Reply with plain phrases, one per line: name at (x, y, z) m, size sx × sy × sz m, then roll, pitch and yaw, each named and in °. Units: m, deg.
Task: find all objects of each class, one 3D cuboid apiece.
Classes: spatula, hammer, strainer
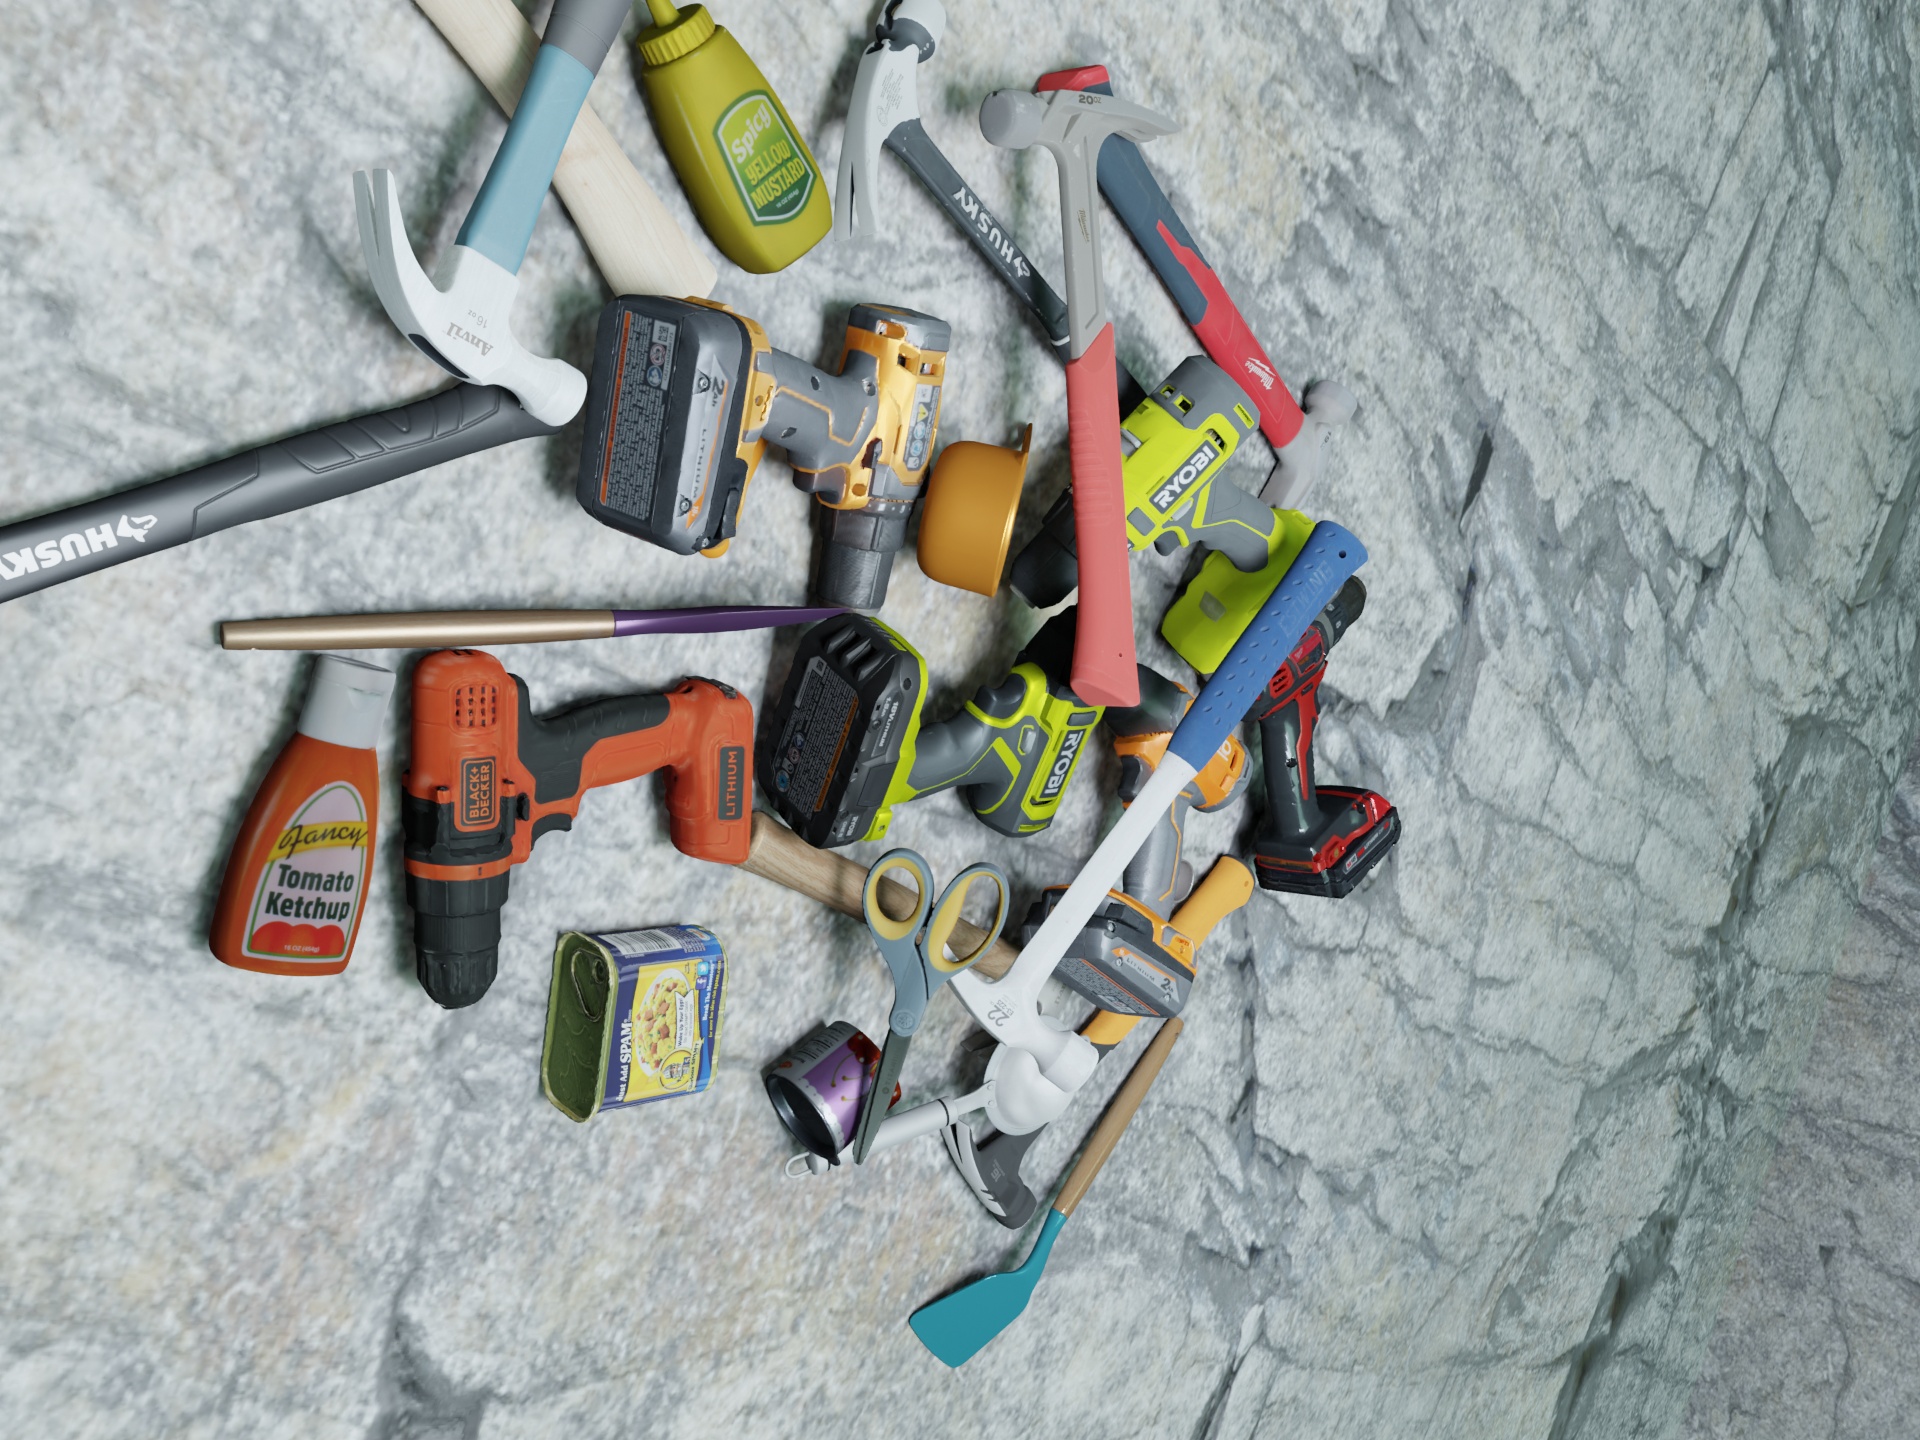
spatula at (0.080, 0.352, 1.223) m, size 0.317 × 0.044 × 0.082 m, roll -52°, pitch 131°, yaw -25°
hammer at (0.116, 0.221, 1.207) m, size 0.337 × 0.034 × 0.127 m, roll -46°, pitch 130°, yaw -24°
strainer at (-0.002, 0.262, 1.070) m, size 0.258 × 0.050 × 0.087 m, roll -13°, pitch 107°, yaw -31°
hammer at (0.132, 0.032, 1.025) m, size 0.144 × 0.035 × 0.405 m, roll 39°, pitch 77°, yaw -6°
hammer at (-0.028, 0.135, 1.048) m, size 0.331 × 0.031 × 0.130 m, roll 32°, pitch 80°, yaw -43°
hammer at (-0.236, -0.350, 0.705) m, size 0.146 × 0.038 × 0.410 m, roll -56°, pitch 133°, yaw -17°
hammer at (-0.174, -0.312, 0.728) m, size 0.128 × 0.033 × 0.331 m, roll 27°, pitch 81°, yaw -47°
spatula at (-0.203, -0.048, 0.806) m, size 0.315 × 0.060 × 0.018 m, roll -4°, pitch 87°, yaw -33°
hammer at (0.086, -0.188, 0.955) m, size 0.149 × 0.037 × 0.359 m, roll -10°, pitch 98°, yaw -42°
hammer at (-0.326, -0.092, 0.699) m, size 0.335 × 0.035 × 0.146 m, roll -28°, pitch 119°, yaw -35°
hammer at (0.058, -0.251, 0.996) m, size 0.408 × 0.036 × 0.149 m, roll 39°, pitch 61°, yaw -45°
hammer at (0.157, -0.281, 1.092) m, size 0.385 × 0.038 × 0.143 m, roll 43°, pitch 75°, yaw -42°

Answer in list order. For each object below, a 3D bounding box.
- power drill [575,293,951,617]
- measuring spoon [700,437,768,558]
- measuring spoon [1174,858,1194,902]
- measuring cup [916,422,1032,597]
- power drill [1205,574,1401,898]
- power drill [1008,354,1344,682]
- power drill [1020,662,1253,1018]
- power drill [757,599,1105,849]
power drill at (-0.096, -0.135, 0.856) m, size 0.226 × 0.084 × 0.185 m, roll -13°, pitch 120°, yaw -54°
measuring spoon at (-0.119, -0.145, 0.891) m, size 0.021 × 0.011 × 0.117 m, roll 24°, pitch 86°, yaw -44°
measuring spoon at (0.149, 0.085, 1.214) m, size 0.034 × 0.018 × 0.124 m, roll -37°, pitch 118°, yaw -30°
measuring cup at (0.012, -0.145, 0.969) m, size 0.174 × 0.052 × 0.095 m, roll -76°, pitch 179°, yaw -53°
power drill at (0.282, 0.006, 1.263) m, size 0.188 × 0.080 × 0.226 m, roll -35°, pitch 116°, yaw -39°
power drill at (0.150, -0.116, 1.082) m, size 0.190 × 0.080 × 0.228 m, roll -46°, pitch 138°, yaw 8°
power drill at (0.120, 0.075, 1.112) m, size 0.164 × 0.084 × 0.227 m, roll 40°, pitch 59°, yaw -37°
power drill at (-0.002, -0.003, 0.975) m, size 0.223 × 0.080 × 0.171 m, roll -5°, pitch 125°, yaw -45°
